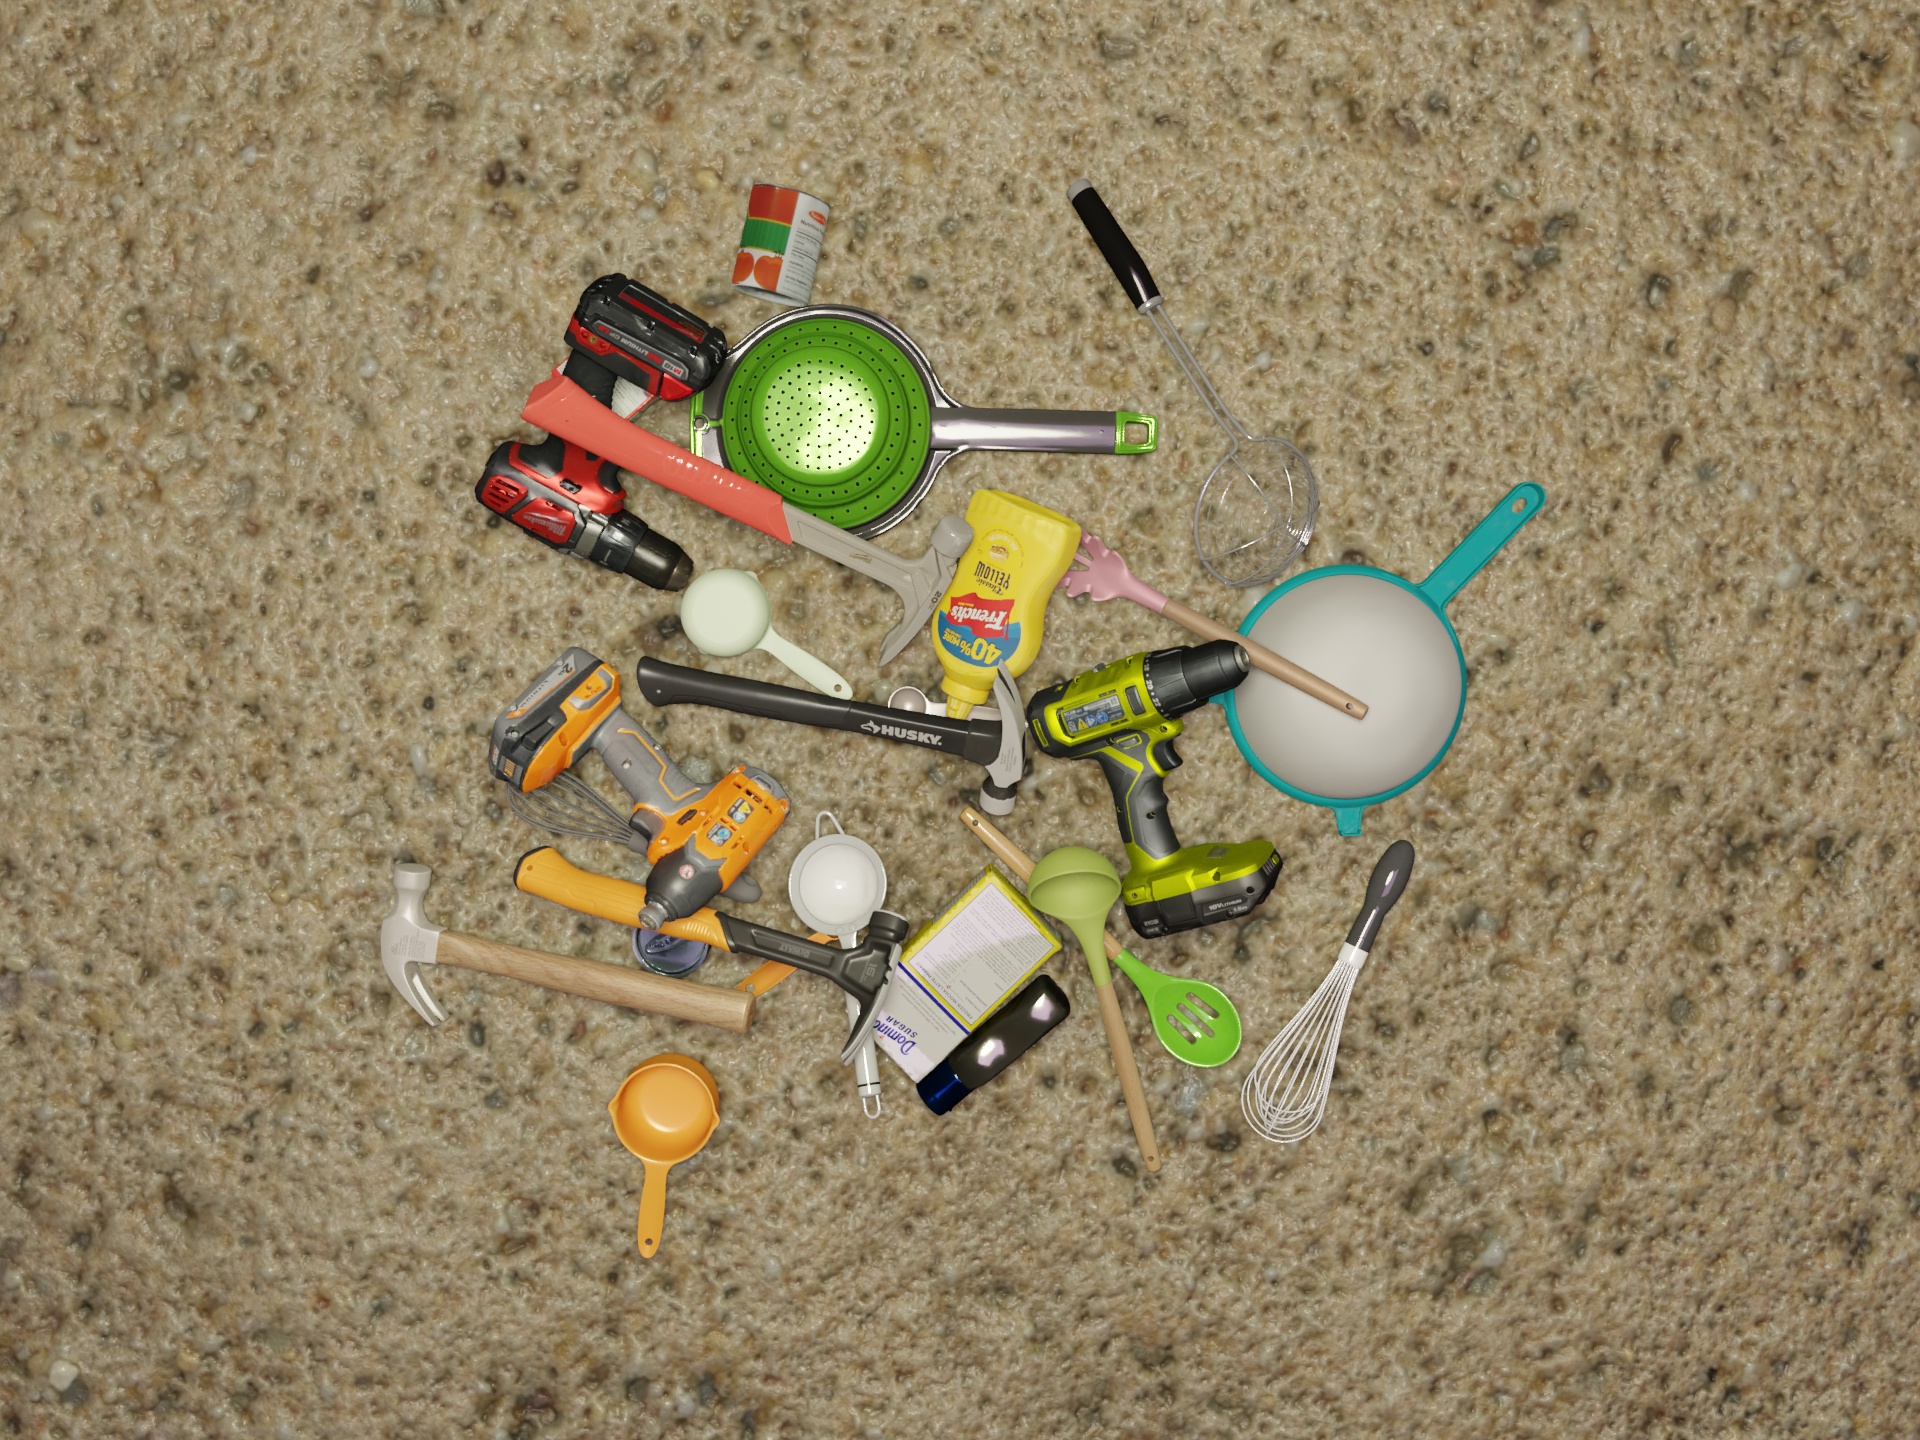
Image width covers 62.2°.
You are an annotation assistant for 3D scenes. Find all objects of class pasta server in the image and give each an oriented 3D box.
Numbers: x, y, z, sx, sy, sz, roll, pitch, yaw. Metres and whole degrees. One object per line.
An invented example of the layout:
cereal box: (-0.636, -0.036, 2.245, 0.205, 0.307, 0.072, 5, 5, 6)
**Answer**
pasta server: (0.191, -0.081, 1.311, 0.316, 0.040, 0.060, 31, 108, 18)

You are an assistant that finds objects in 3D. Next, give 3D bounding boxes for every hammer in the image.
hammer: (-0.219, 0.177, 1.320, 0.337, 0.034, 0.127, 15, 68, 11)
hammer: (-0.108, -0.011, 1.335, 0.335, 0.035, 0.146, 11, 131, 4)
hammer: (-0.336, 0.217, 1.351, 0.331, 0.031, 0.130, 11, 98, 8)
hammer: (-0.177, -0.168, 1.267, 0.359, 0.037, 0.149, 24, 126, -18)

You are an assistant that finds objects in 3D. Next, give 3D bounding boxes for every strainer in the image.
strainer: (0.376, -0.072, 1.330, 0.211, 0.095, 0.340, 43, 94, -3)
strainer: (-0.093, 0.205, 1.344, 0.087, 0.050, 0.259, -12, 74, 10)

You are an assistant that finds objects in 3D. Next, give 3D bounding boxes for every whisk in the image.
whisk: (0.326, 0.233, 1.375, 0.070, 0.070, 0.284, 26, 89, -3)
whisk: (-0.279, 0.100, 1.360, 0.239, 0.055, 0.055, 26, 94, -6)

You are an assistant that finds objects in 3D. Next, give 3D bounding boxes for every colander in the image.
colander: (-0.031, -0.245, 1.312, 0.397, 0.094, 0.204, 1, 94, -1)

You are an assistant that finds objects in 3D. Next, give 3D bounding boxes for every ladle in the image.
ladle: (0.127, 0.251, 1.347, 0.078, 0.062, 0.320, -13, 106, 12)

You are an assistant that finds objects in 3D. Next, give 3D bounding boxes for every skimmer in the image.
skimmer: (0.182, -0.285, 1.342, 0.127, 0.090, 0.363, -29, 83, -18)

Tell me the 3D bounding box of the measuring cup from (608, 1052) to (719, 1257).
measuring cup: (-0.258, 0.373, 1.378, 0.095, 0.052, 0.173, 8, 96, -1)

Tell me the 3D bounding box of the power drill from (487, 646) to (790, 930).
power drill: (-0.273, 0.061, 1.302, 0.226, 0.084, 0.164, 36, 54, 2)

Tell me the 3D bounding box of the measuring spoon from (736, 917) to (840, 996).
measuring spoon: (-0.149, 0.209, 1.389, 0.117, 0.011, 0.021, -36, 94, 5)

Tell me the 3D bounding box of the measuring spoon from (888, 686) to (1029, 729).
measuring spoon: (-0.002, -0.004, 1.373, 0.124, 0.018, 0.034, 9, 85, -8)

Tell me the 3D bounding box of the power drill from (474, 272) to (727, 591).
power drill: (-0.270, -0.223, 1.294, 0.187, 0.080, 0.226, 29, 116, -12)

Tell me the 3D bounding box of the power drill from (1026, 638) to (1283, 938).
power drill: (0.178, 0.051, 1.317, 0.190, 0.080, 0.228, -19, 97, 30)

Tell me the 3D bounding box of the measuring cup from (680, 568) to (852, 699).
measuring cup: (-0.163, -0.066, 1.351, 0.167, 0.038, 0.083, 34, 93, -1)

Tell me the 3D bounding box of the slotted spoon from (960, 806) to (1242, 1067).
slotted spoon: (0.119, 0.183, 1.381, 0.314, 0.031, 0.070, 43, 93, -2)
